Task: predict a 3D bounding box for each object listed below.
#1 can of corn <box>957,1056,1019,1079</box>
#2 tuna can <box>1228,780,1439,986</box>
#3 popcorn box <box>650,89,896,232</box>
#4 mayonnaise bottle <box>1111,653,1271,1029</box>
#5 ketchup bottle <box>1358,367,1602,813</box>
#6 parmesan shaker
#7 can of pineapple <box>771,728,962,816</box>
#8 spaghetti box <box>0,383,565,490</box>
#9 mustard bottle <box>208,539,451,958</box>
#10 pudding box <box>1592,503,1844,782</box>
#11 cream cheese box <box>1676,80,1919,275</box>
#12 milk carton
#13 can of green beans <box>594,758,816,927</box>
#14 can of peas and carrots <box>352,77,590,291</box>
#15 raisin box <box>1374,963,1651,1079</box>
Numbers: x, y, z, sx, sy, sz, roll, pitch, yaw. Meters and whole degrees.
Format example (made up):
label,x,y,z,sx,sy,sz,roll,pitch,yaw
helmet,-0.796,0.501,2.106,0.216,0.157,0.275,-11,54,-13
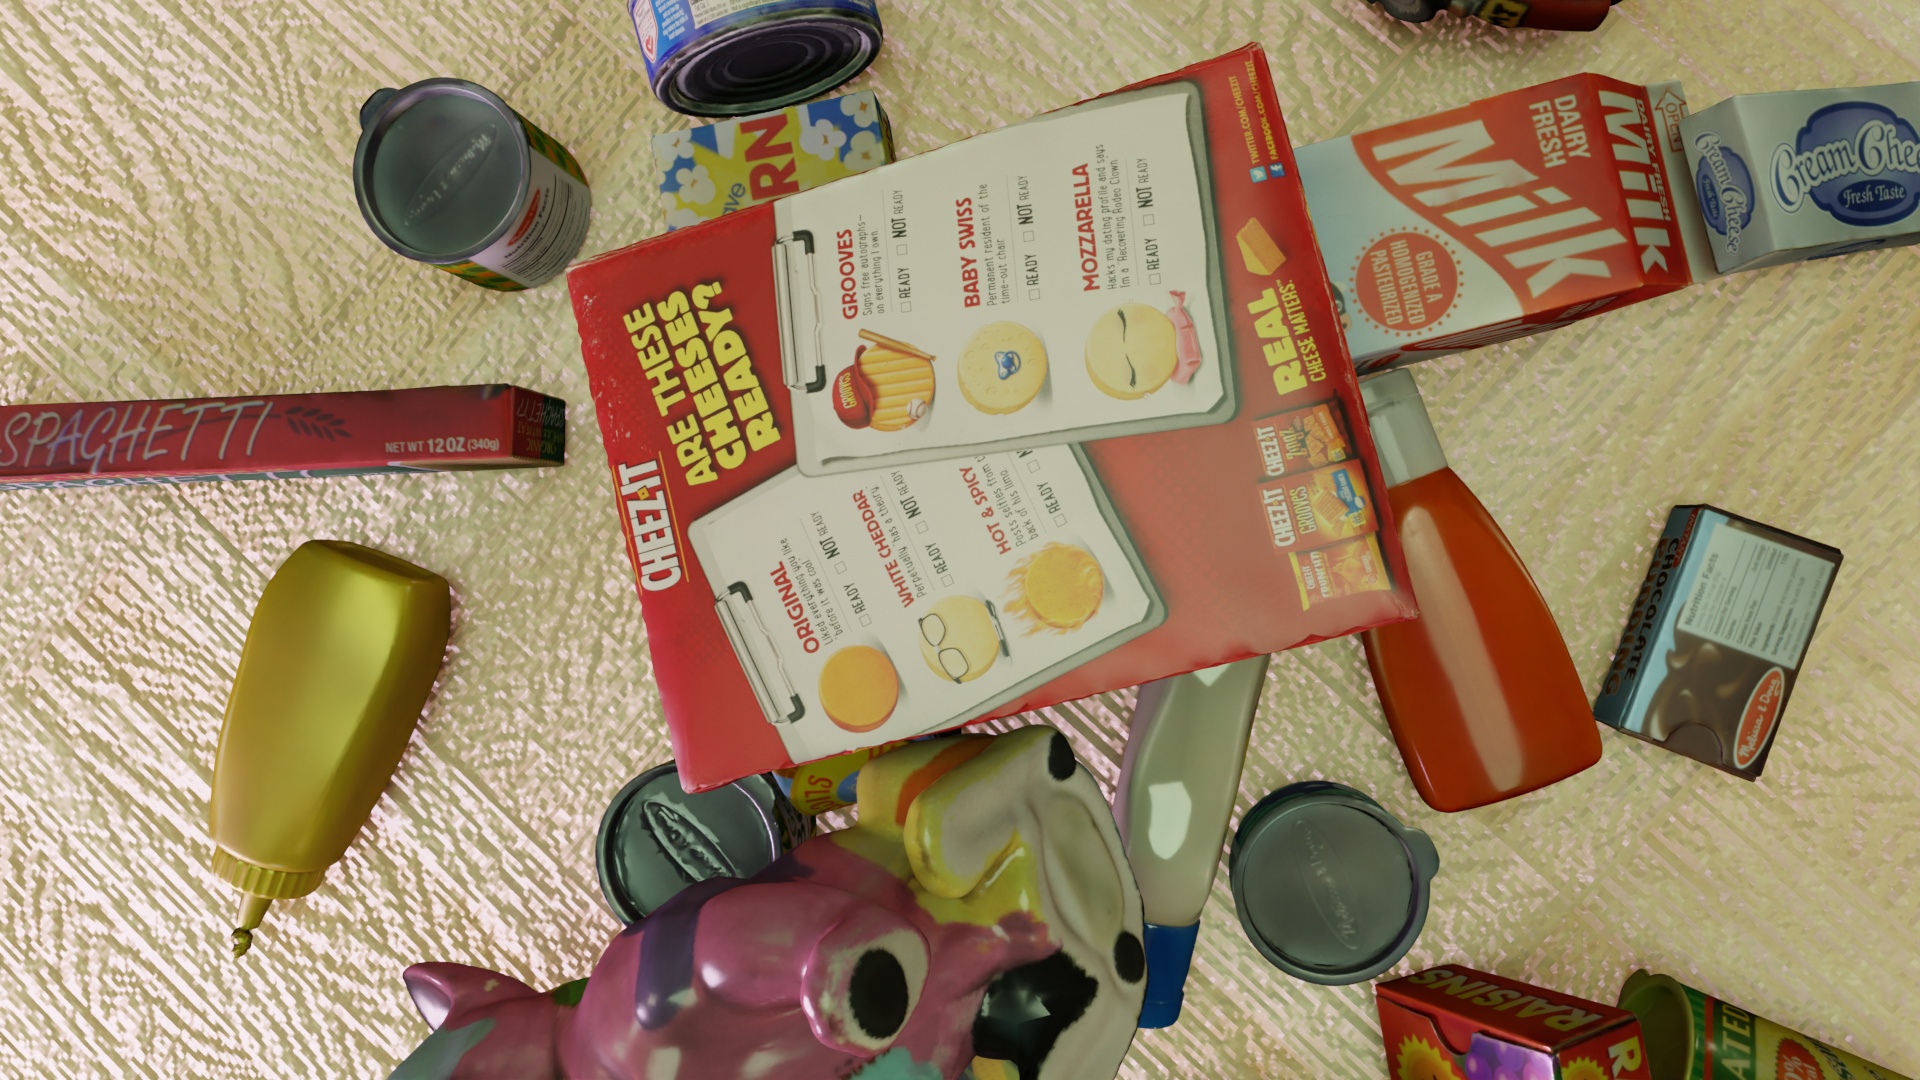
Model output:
label,x,y,z,sx,sy,sz,roll,pitch,yaw
can of corn,0.003,0.179,0.486,0.058,0.071,0.071,-34,86,6
tuna can,0.131,0.118,0.490,0.071,0.033,0.071,0,89,6
popcorn box,-0.059,-0.092,0.512,0.085,0.038,0.126,-10,88,7
mayonnaise bottle,0.074,0.092,0.484,0.041,0.065,0.148,12,95,4
ketchup bottle,0.165,0.015,0.483,0.065,0.043,0.149,-21,87,5
parmesan shaker,0.272,0.193,0.458,0.103,0.071,0.071,21,92,6
can of pineapple,-0.035,0.060,0.492,0.058,0.071,0.071,-17,88,7
spaghetti box,-0.278,-0.039,0.530,0.250,0.050,0.028,-2,88,7
mustard bottle,-0.247,0.081,0.525,0.065,0.049,0.160,22,92,6
pudding box,0.259,0.034,0.479,0.050,0.030,0.083,20,91,5
cream cheese box,0.287,-0.121,0.459,0.104,0.024,0.053,-12,86,-23
milk carton,0.155,-0.100,0.471,0.190,0.073,0.072,-13,87,6
can of green beans,-0.090,0.108,0.502,0.071,0.058,0.071,0,89,6
can of peas and carrots,-0.181,-0.131,0.516,0.071,0.059,0.071,0,89,7
raisin box,0.186,0.210,0.454,0.040,0.086,0.123,-9,88,-21
